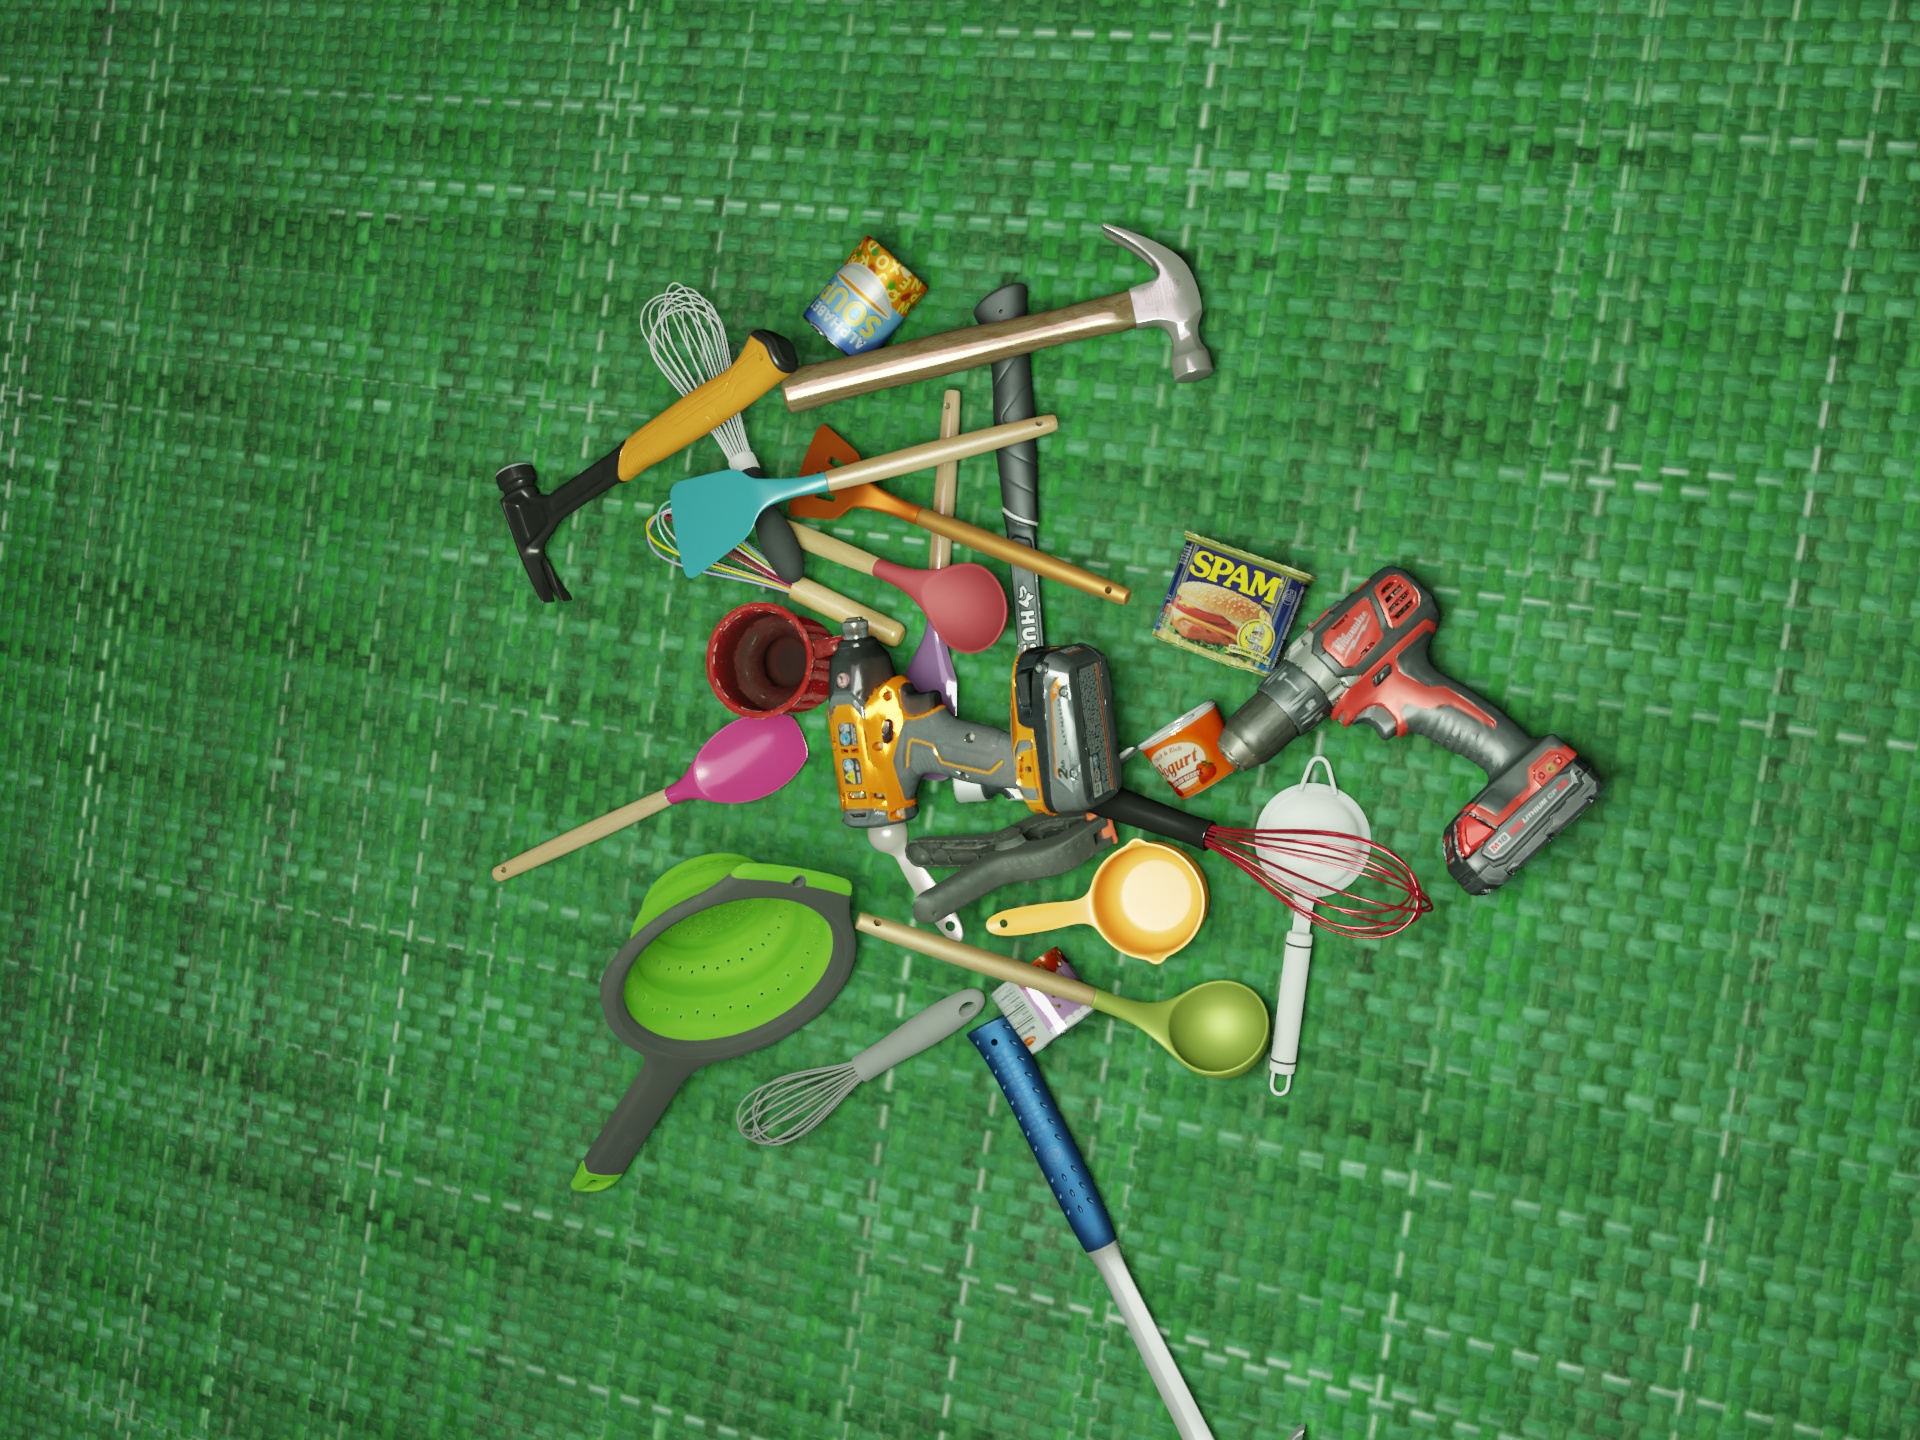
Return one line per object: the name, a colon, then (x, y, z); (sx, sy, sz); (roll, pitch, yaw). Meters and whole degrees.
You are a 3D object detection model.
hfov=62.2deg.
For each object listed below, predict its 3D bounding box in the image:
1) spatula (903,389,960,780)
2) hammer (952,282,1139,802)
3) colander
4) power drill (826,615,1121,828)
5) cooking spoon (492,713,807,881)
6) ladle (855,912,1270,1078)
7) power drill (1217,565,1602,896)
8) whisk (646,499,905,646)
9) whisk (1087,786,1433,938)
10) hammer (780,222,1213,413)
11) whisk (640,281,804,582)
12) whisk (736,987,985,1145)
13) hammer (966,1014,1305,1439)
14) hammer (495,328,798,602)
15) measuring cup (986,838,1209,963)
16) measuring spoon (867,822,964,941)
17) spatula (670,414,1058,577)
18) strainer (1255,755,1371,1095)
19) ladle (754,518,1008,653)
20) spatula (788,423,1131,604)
spatula: (-0.020, -0.110, 1.290); (0.060, 0.018, 0.316); (6, 91, 30)
hammer: (0.054, -0.142, 1.260); (0.149, 0.036, 0.409); (-5, 88, 16)
colander: (-0.235, 0.236, 1.314); (0.397, 0.204, 0.095); (-56, 40, 25)
power drill: (-0.002, -0.004, 1.199); (0.226, 0.084, 0.164); (-4, 99, 30)
cooking spoon: (-0.271, 0.074, 1.366); (0.319, 0.017, 0.069); (-24, 84, 15)
ladle: (0.078, 0.193, 1.181); (0.320, 0.062, 0.078); (19, 55, -7)
power drill: (0.316, 0.022, 1.141); (0.188, 0.080, 0.227); (-42, 75, -1)
whisk: (-0.154, -0.123, 1.321); (0.245, 0.047, 0.051); (26, 108, 12)
whisk: (0.199, 0.090, 1.157); (0.296, 0.073, 0.073); (18, 95, 29)
hammer: (0.021, -0.295, 1.236); (0.331, 0.031, 0.130); (-12, 85, 6)
whisk: (-0.191, -0.237, 1.311); (0.070, 0.070, 0.285); (-28, 77, 15)
whisk: (-0.082, 0.280, 1.294); (0.239, 0.055, 0.055); (-32, 81, 10)
hammer: (0.120, 0.415, 1.233); (0.144, 0.035, 0.405); (-29, 81, 15)
hammer: (-0.257, -0.216, 1.306); (0.337, 0.034, 0.127); (-25, 82, 34)
measuring cup: (0.108, 0.144, 1.232); (0.173, 0.052, 0.095); (-12, 86, 19)
measuring spoon: (-0.036, 0.128, 1.293); (0.034, 0.018, 0.124); (-37, 80, 13)
spatula: (-0.078, -0.192, 1.250); (0.317, 0.044, 0.082); (-14, 75, 3)
strainer: (0.257, 0.157, 1.193); (0.087, 0.050, 0.258); (7, 95, 3)
ladle: (-0.089, -0.131, 1.287); (0.316, 0.031, 0.069); (24, 103, 26)
spatula: (-0.007, -0.152, 1.253); (0.323, 0.041, 0.081); (24, 98, 23)
